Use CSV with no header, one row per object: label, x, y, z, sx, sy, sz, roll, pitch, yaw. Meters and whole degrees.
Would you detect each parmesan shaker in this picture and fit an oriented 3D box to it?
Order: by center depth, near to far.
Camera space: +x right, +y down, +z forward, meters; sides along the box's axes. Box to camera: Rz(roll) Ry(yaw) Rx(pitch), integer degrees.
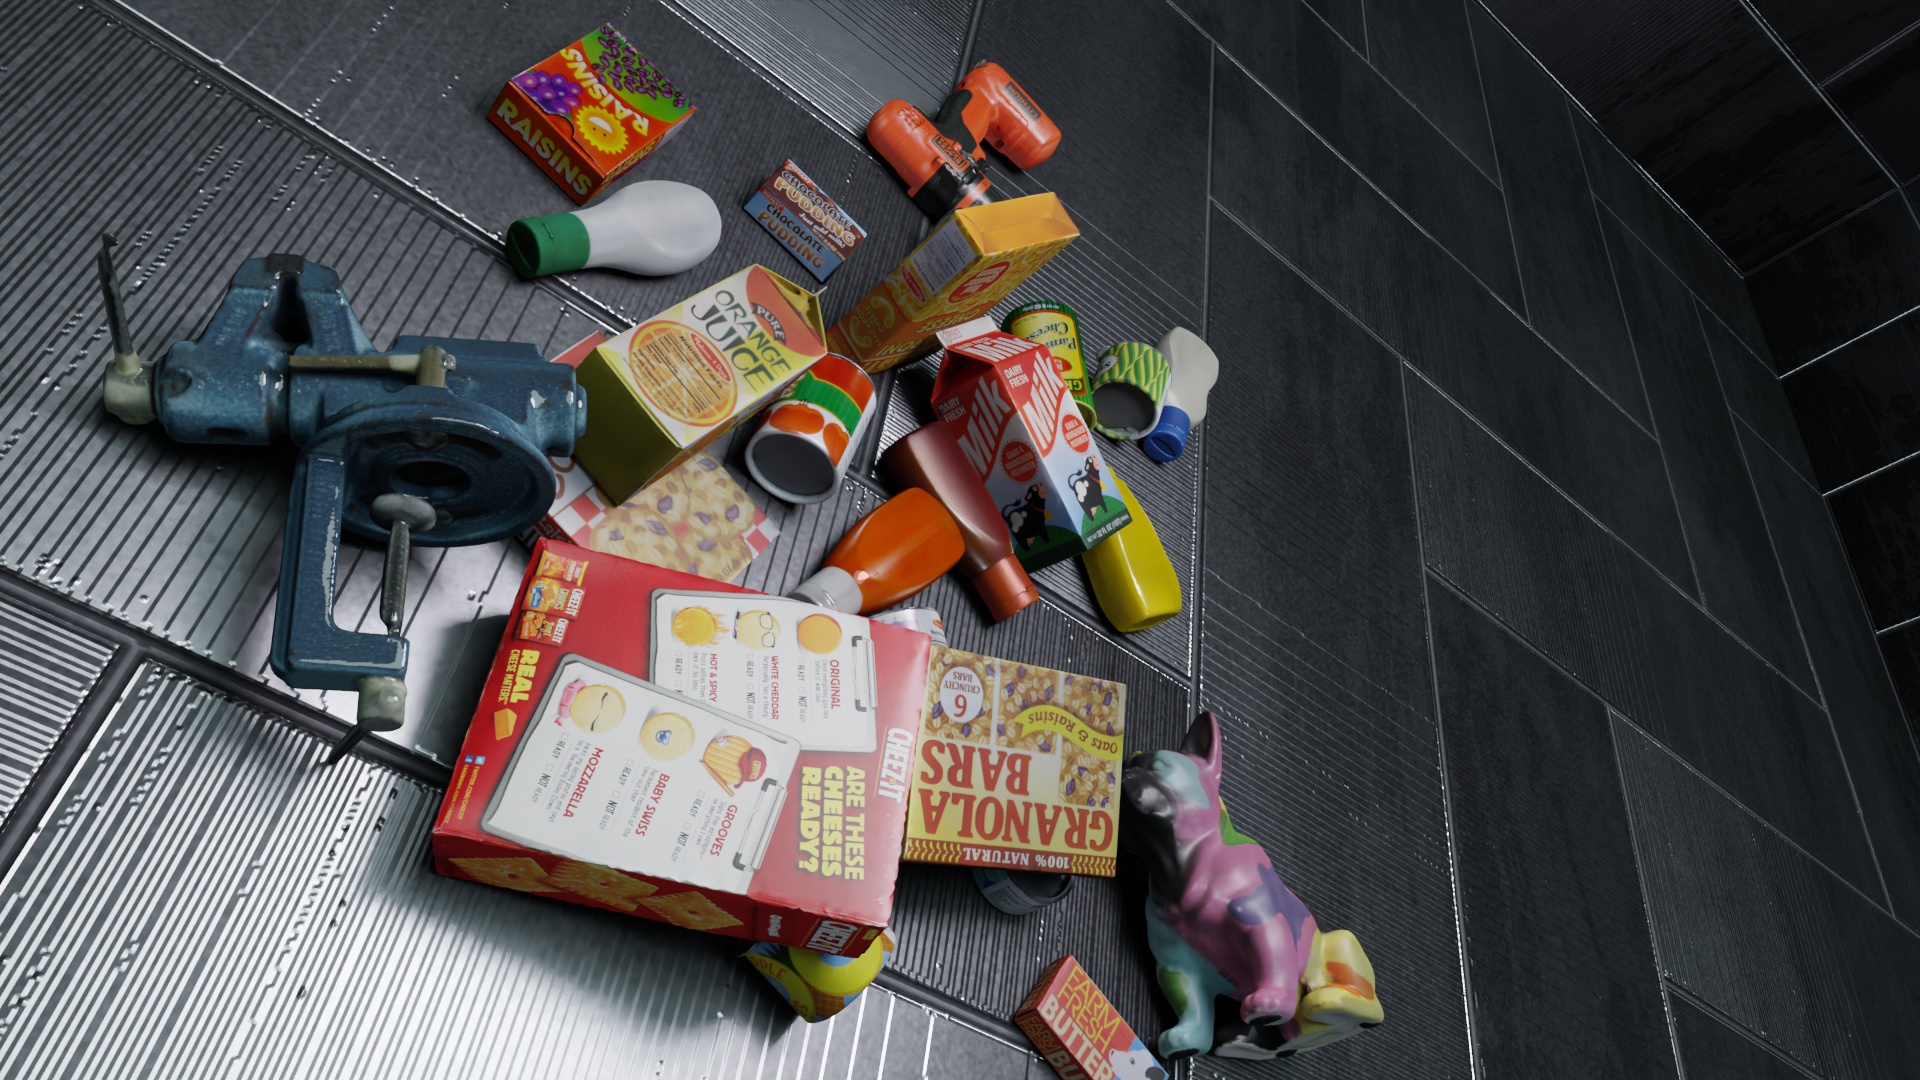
parmesan shaker,0.067,-0.136,1.130,0.071,0.071,0.103,17,52,-36

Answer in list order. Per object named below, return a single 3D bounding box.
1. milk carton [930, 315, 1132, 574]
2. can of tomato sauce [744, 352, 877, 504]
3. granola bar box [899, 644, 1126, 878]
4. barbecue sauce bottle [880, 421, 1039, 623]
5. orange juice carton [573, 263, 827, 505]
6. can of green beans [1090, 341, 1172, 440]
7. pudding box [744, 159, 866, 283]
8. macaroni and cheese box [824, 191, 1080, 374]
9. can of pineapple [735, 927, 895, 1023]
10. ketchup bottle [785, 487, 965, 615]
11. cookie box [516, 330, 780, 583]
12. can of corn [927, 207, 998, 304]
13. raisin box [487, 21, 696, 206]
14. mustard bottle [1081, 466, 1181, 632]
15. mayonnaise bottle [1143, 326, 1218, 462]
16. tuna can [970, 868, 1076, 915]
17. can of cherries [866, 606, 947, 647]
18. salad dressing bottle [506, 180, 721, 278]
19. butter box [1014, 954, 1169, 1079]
milk carton,0.045,-0.077,1.041,0.072,0.073,0.190,-27,92,-50
can of tomato sauce,-0.101,-0.076,0.925,0.071,0.071,0.083,38,43,-19
granola bar box,0.026,0.136,0.842,0.165,0.039,0.124,15,73,-37
barbecue sauce bottle,0.004,-0.013,0.999,0.148,0.043,0.065,58,33,4
orange juice carton,-0.150,-0.104,0.830,0.073,0.071,0.194,52,39,-6
can of green beans,0.144,-0.128,1.196,0.071,0.071,0.058,41,43,-15
pudding box,-0.117,-0.242,1.052,0.083,0.030,0.050,43,41,-13
macaroni and cheese box,-0.010,-0.183,1.009,0.124,0.165,0.040,-26,83,-49
can of pineapple,-0.079,0.216,0.746,0.058,0.070,0.071,49,40,-7
ketchup bottle,-0.058,0.018,0.918,0.065,0.043,0.149,52,40,1
cookie box,-0.202,-0.028,0.815,0.167,0.040,0.123,48,40,-8
can of corn,0.009,-0.227,1.133,0.058,0.071,0.071,24,49,-31
raisin box,-0.250,-0.294,0.954,0.086,0.040,0.124,45,42,-12
mustard bottle,0.121,-0.007,1.104,0.065,0.048,0.160,-2,64,-44
mayonnaise bottle,0.197,-0.131,1.270,0.064,0.041,0.149,38,44,-16
tuna can,0.040,0.202,0.893,0.071,0.032,0.071,24,49,-31
can of cherries,-0.041,0.082,0.878,0.071,0.071,0.058,2,63,-43
salad dressing bottle,-0.225,-0.201,0.910,0.148,0.043,0.064,-25,83,-48
butter box,0.082,0.314,0.862,0.103,0.024,0.053,51,40,-4
